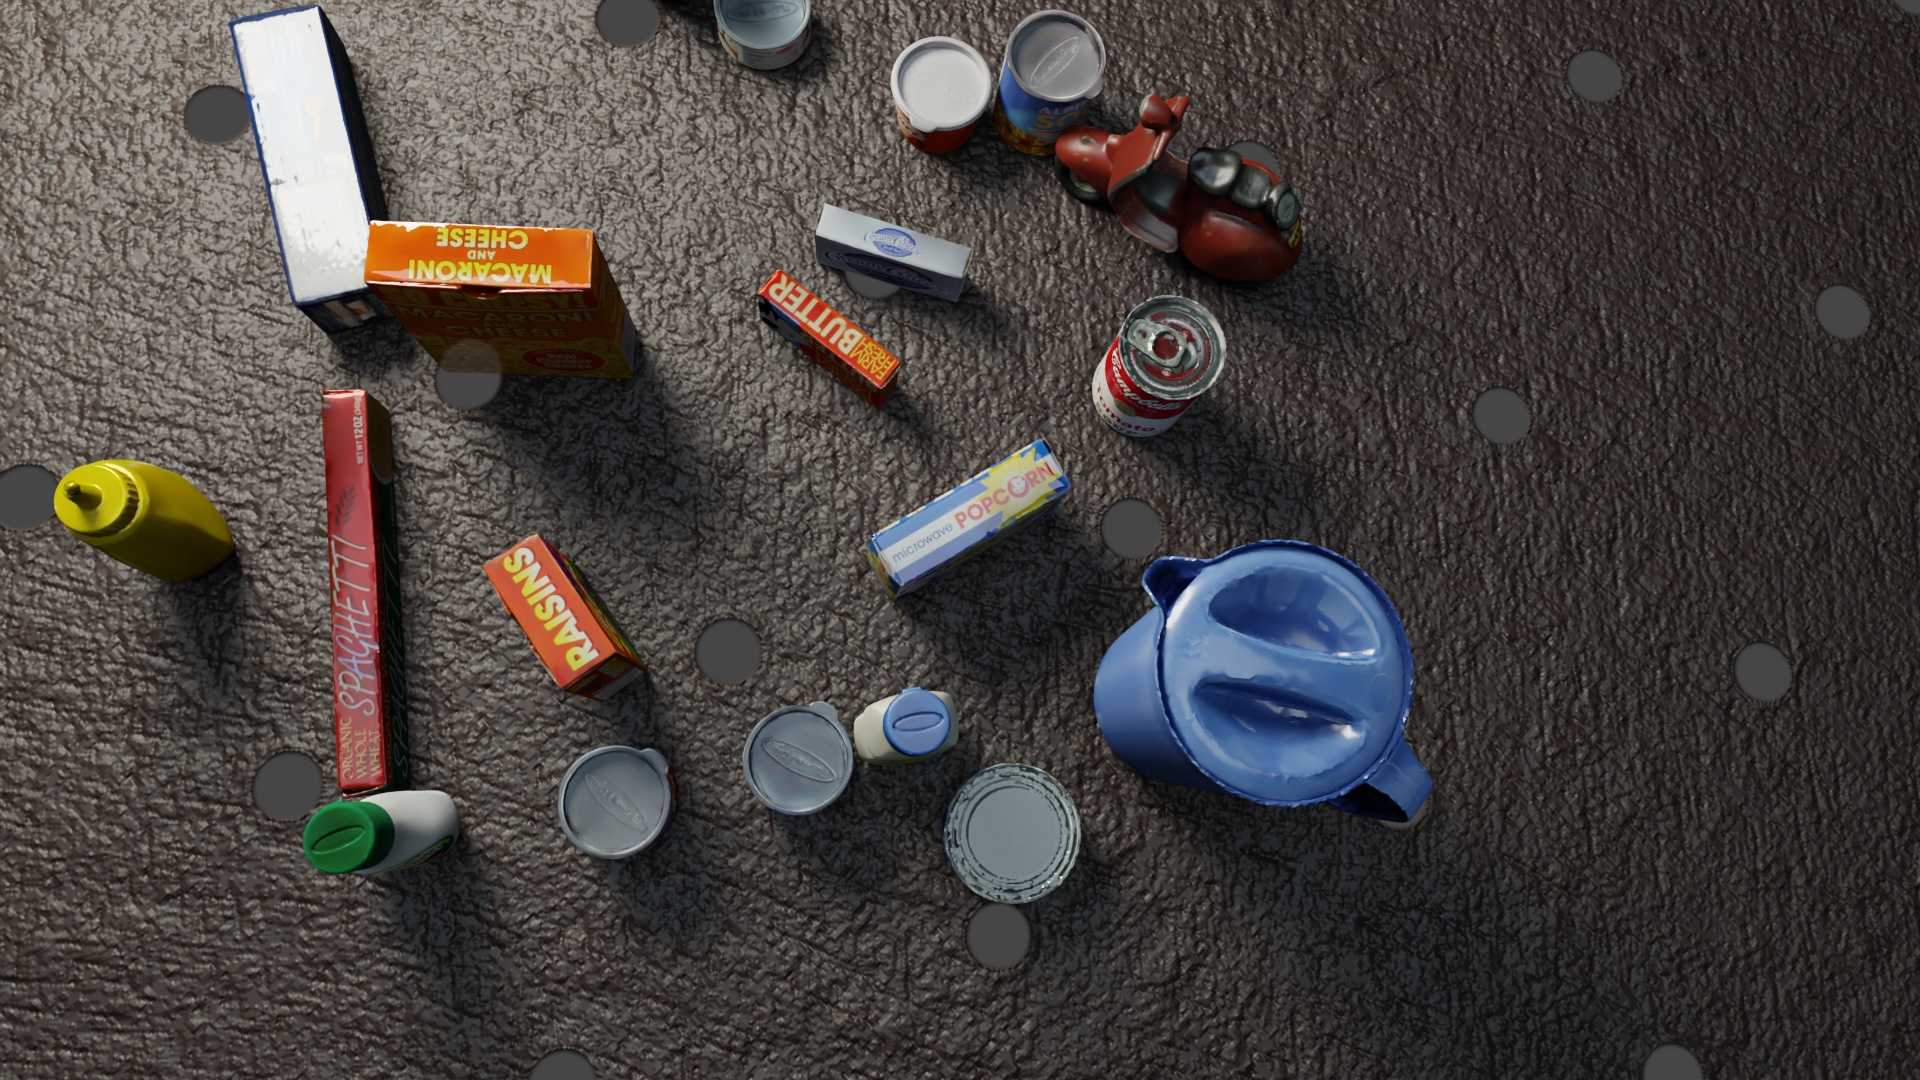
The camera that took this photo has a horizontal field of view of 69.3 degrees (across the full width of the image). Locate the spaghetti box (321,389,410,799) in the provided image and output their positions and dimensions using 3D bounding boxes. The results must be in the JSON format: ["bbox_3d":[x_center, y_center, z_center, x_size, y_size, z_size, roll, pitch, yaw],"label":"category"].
[{"bbox_3d":[-0.368,0.032,0.859,0.029,0.050,0.250,-6,80,-6],"label":"spaghetti box"}]

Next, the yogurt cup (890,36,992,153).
[{"bbox_3d":[-0.015,-0.302,0.953,0.072,0.054,0.072,1,80,-5],"label":"yogurt cup"}]

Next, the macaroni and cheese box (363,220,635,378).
[{"bbox_3d":[-0.271,-0.141,0.842,0.124,0.166,0.040,1,80,-5],"label":"macaroni and cheese box"}]

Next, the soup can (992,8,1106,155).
[{"bbox_3d":[0.061,-0.308,0.946,0.071,0.083,0.071,1,80,-5],"label":"soup can"}]

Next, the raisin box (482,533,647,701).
[{"bbox_3d":[-0.234,0.049,0.831,0.040,0.123,0.086,-34,85,-10],"label":"raisin box"}]

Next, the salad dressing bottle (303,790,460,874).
[{"bbox_3d":[-0.329,0.166,0.788,0.064,0.147,0.044,-21,83,-9],"label":"salad dressing bottle"}]

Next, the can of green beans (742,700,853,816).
[{"bbox_3d":[-0.100,0.137,0.861,0.071,0.057,0.071,1,80,-5],"label":"can of green beans"}]

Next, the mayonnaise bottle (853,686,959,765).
[{"bbox_3d":[-0.030,0.112,0.826,0.065,0.148,0.041,-9,81,-7],"label":"mayonnaise bottle"}]

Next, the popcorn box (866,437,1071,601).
[{"bbox_3d":[0.003,-0.011,0.885,0.127,0.085,0.038,-30,84,-10],"label":"popcorn box"}]

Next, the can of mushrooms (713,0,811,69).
[{"bbox_3d":[-0.137,-0.366,0.964,0.071,0.033,0.071,1,79,-5],"label":"can of mushrooms"}]

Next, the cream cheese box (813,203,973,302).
[{"bbox_3d":[-0.046,-0.191,0.930,0.104,0.053,0.024,16,79,-2],"label":"cream cheese box"}]

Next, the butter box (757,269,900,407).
[{"bbox_3d":[-0.086,-0.132,0.915,0.103,0.053,0.024,38,79,2],"label":"butter box"}]

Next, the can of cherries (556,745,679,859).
[{"bbox_3d":[-0.205,0.157,0.847,0.071,0.058,0.071,1,80,-5],"label":"can of cherries"}]

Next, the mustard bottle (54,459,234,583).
[{"bbox_3d":[-0.478,-0.016,0.802,0.049,0.160,0.065,-37,85,-10],"label":"mustard bottle"}]
